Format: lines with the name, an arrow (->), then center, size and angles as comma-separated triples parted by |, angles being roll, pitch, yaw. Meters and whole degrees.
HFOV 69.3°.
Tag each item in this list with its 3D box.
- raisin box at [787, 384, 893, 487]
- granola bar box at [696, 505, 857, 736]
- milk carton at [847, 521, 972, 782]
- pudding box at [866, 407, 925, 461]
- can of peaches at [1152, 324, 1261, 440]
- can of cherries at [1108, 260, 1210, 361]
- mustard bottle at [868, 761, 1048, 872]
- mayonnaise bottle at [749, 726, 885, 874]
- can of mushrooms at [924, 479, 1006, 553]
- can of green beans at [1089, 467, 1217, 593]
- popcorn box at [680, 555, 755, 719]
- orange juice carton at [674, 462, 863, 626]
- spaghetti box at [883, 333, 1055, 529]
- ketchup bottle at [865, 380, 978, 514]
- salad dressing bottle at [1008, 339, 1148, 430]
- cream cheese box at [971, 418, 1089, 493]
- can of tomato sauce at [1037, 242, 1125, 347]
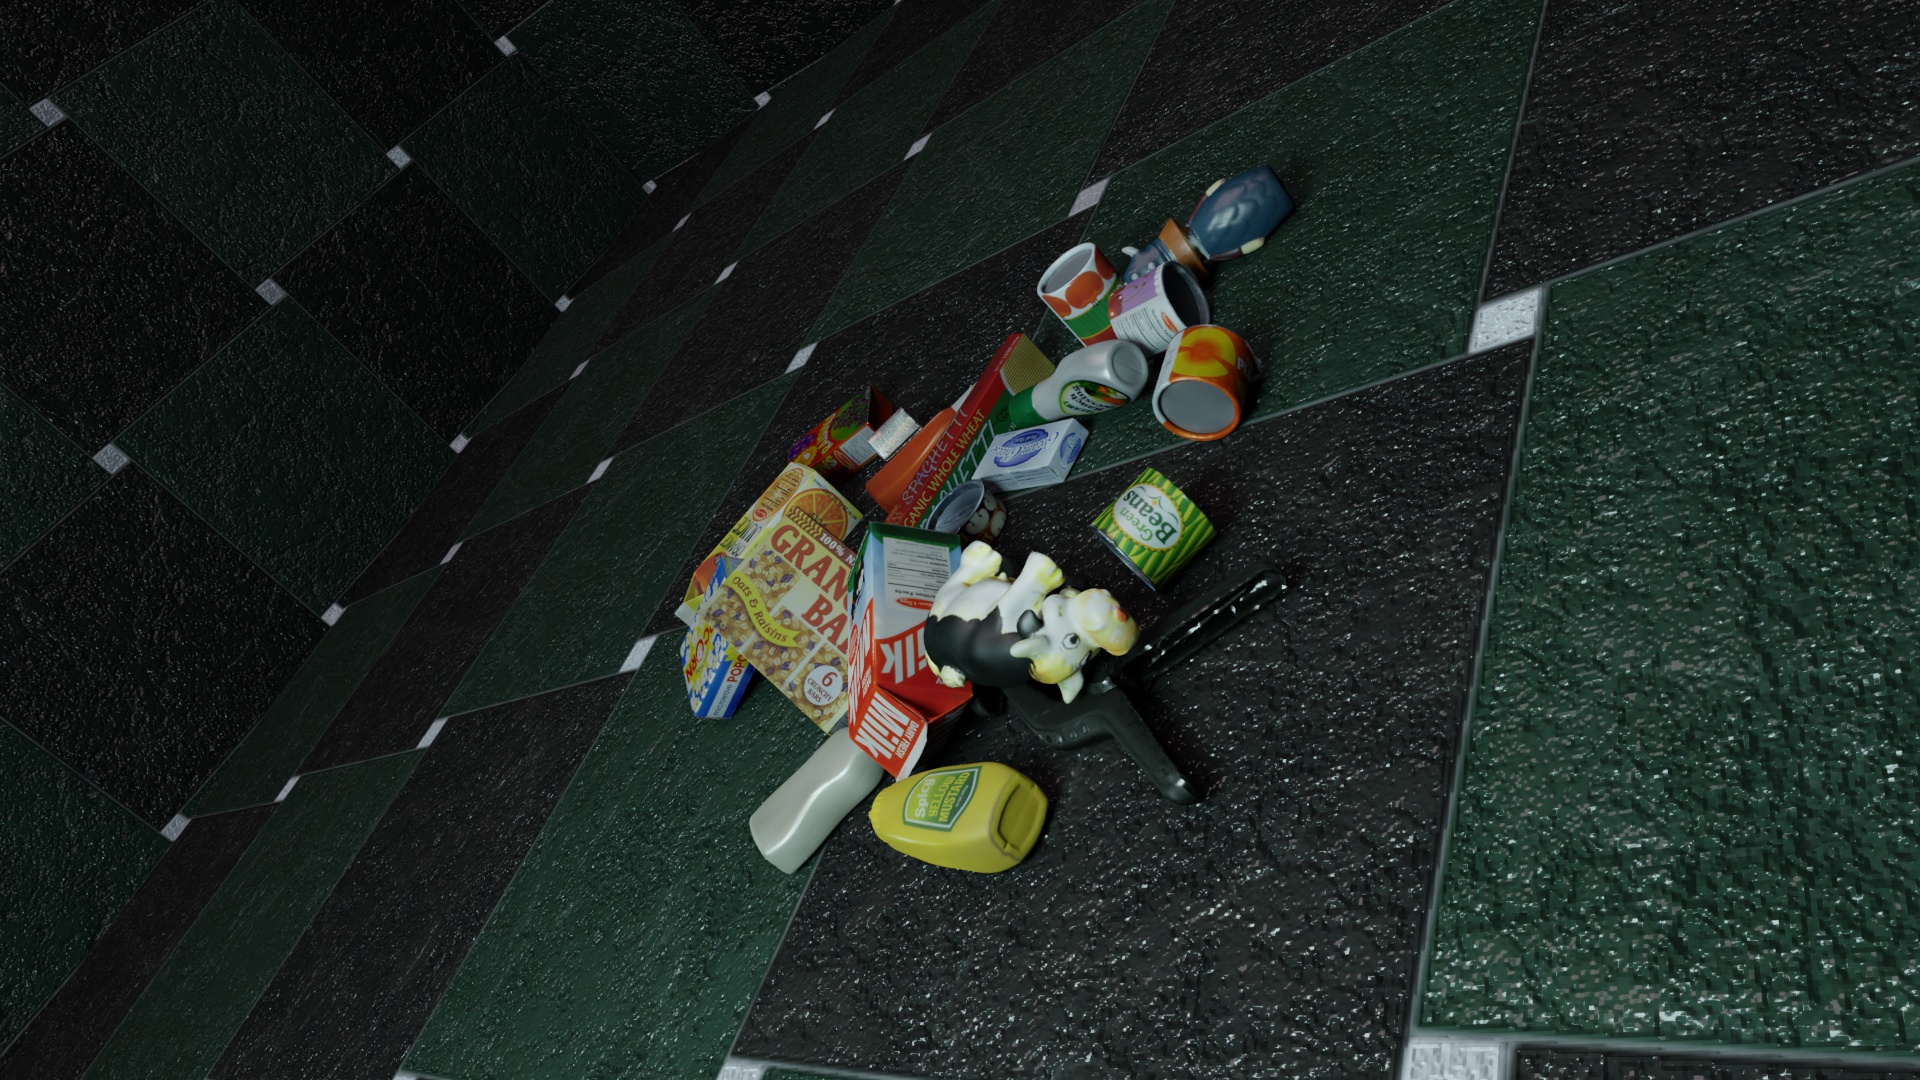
raisin box -> -0.130, -0.100, 1.481 | 0.123, 0.040, 0.086 | -36, 29, 22
granola bar box -> -0.115, 0.066, 1.128 | 0.166, 0.039, 0.124 | 37, 82, 28
milk carton -> -0.038, 0.083, 1.000 | 0.072, 0.073, 0.191 | 114, 159, -44
pudding box -> -0.061, -0.103, 1.359 | 0.049, 0.030, 0.084 | -44, 0, 4
can of peaches -> 0.181, -0.115, 1.021 | 0.071, 0.071, 0.058 | -20, 36, 42
can of cherries -> 0.165, -0.190, 1.149 | 0.058, 0.071, 0.072 | -26, 33, 37
mustard bottle -> -0.015, 0.180, 0.905 | 0.160, 0.048, 0.065 | -13, 40, 48
mayonnaise bottle -> -0.091, 0.176, 1.032 | 0.148, 0.041, 0.065 | -45, 28, 0
can of mushrooms -> 0.004, -0.015, 1.170 | 0.071, 0.033, 0.071 | -34, 28, 22
can of green beans -> 0.131, -0.007, 0.938 | 0.058, 0.071, 0.071 | -45, 26, 1
popcorn box -> -0.212, 0.089, 1.256 | 0.126, 0.038, 0.085 | -60, 35, 33
orange juice carton -> -0.192, 0.020, 1.365 | 0.193, 0.071, 0.073 | -50, 26, -9
spaghetti box -> 0.005, -0.077, 1.240 | 0.028, 0.050, 0.251 | -4, 48, 55
ketchup bottle -> -0.023, -0.086, 1.299 | 0.149, 0.043, 0.065 | -45, 19, 2
salad dressing bottle -> 0.096, -0.127, 1.171 | 0.147, 0.064, 0.044 | -19, 55, 56
cream cheese box -> 0.059, -0.070, 1.180 | 0.103, 0.024, 0.053 | -8, 47, 52
can of tomato sauce -> 0.120, -0.212, 1.224 | 0.071, 0.083, 0.071 | -35, 28, 22
